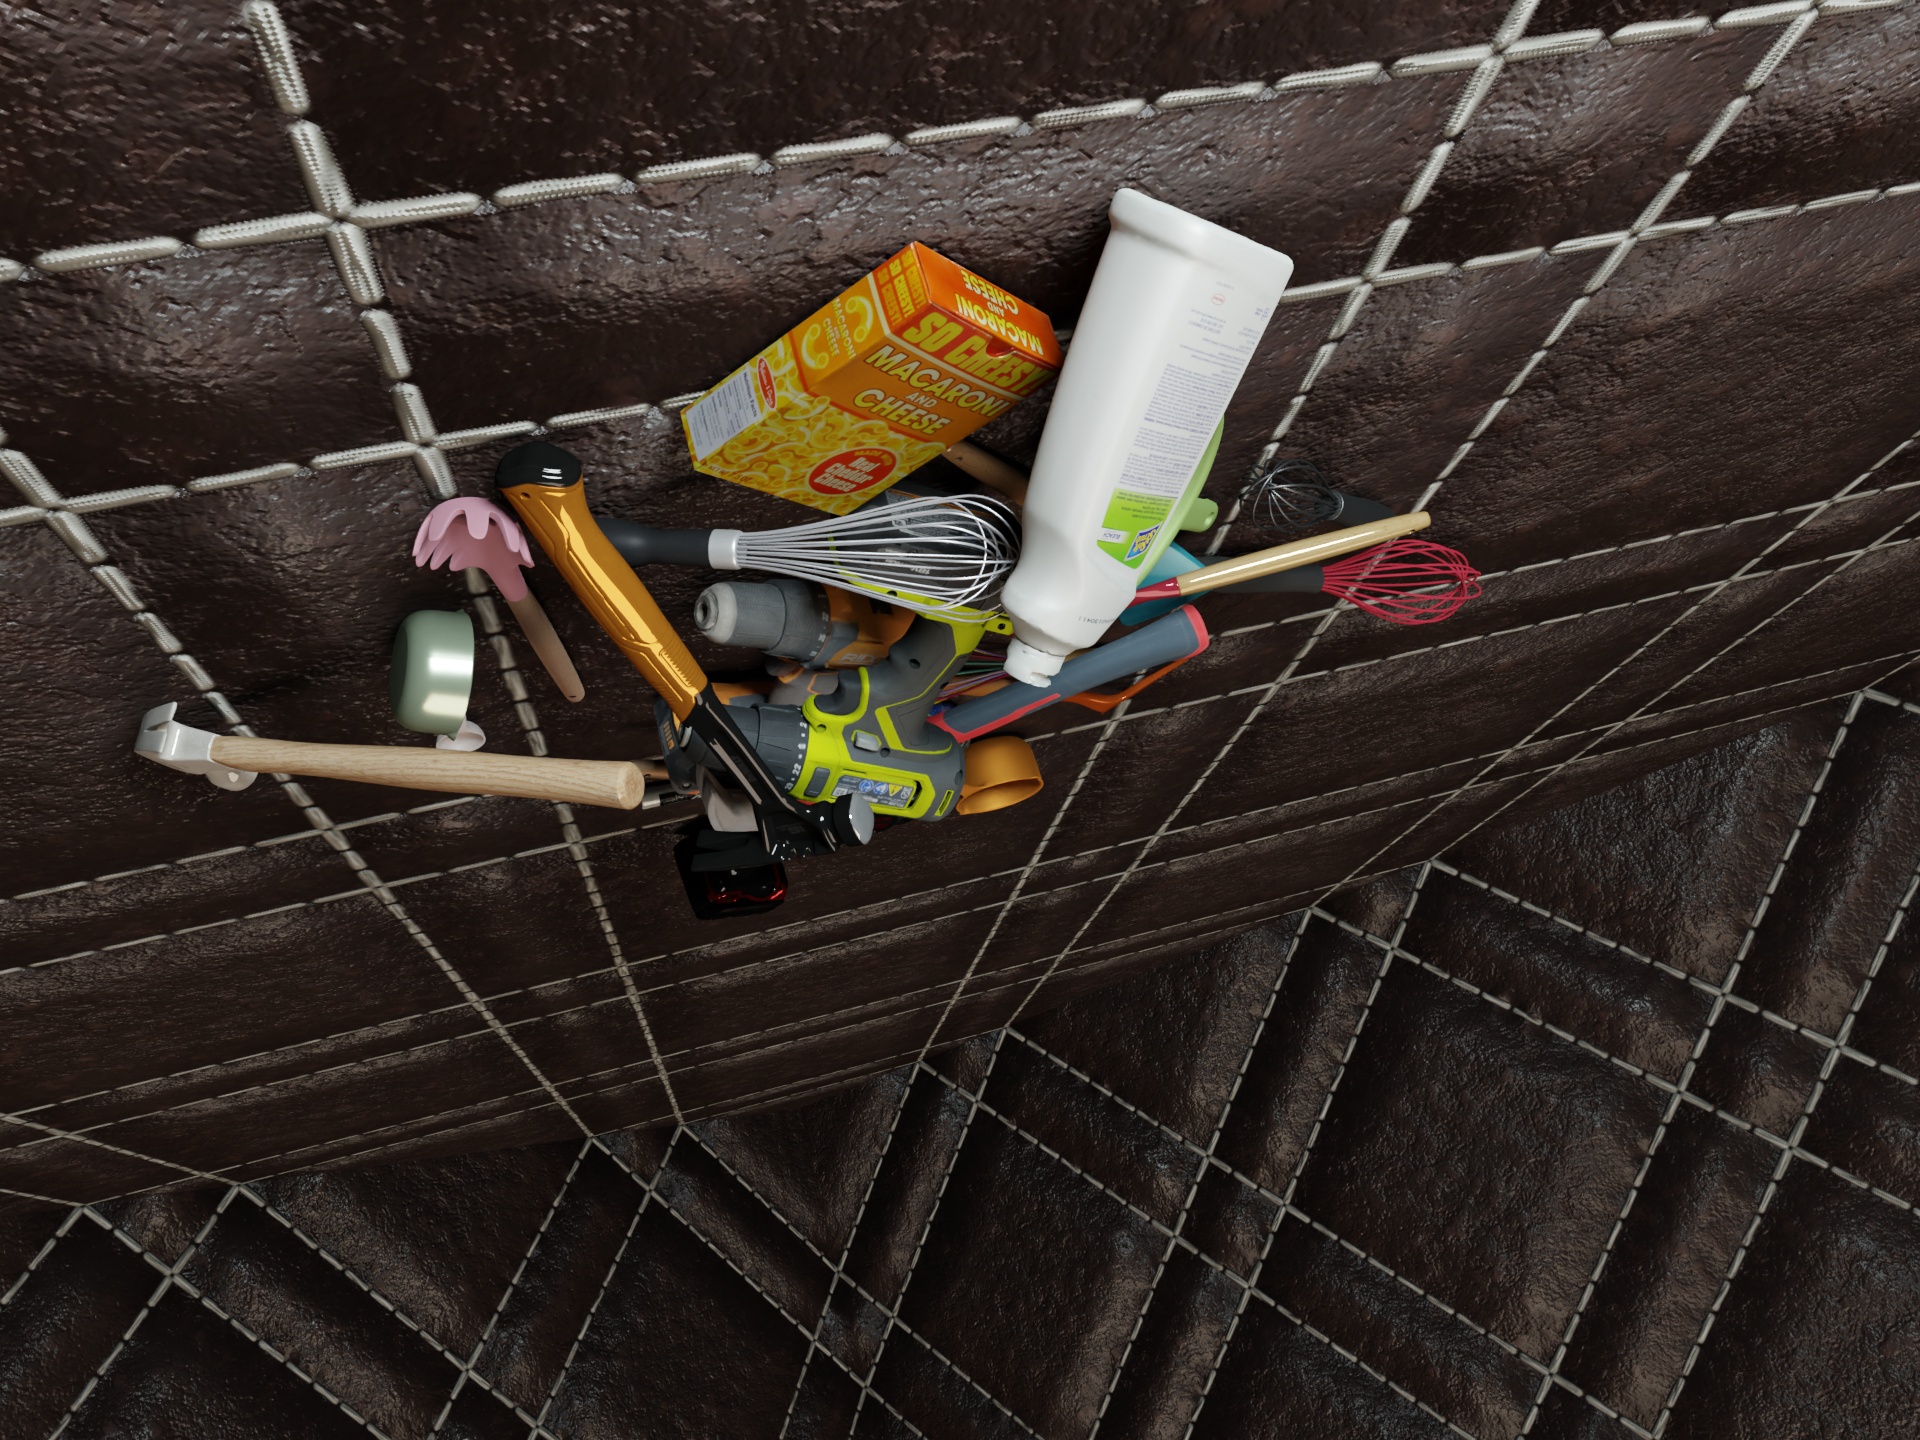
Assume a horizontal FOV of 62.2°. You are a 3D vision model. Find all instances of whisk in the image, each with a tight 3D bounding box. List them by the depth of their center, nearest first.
[{"bbox_3d":[-0.100,-0.094,0.894,0.284,0.070,0.070,3,164,11],"label":"whisk"},{"bbox_3d":[0.269,-0.154,1.160,0.055,0.055,0.238,-29,162,33],"label":"whisk"},{"bbox_3d":[0.301,-0.113,1.283,0.295,0.073,0.073,-1,156,-26],"label":"whisk"},{"bbox_3d":[0.032,-0.040,1.290,0.245,0.047,0.051,-5,157,-39],"label":"whisk"}]

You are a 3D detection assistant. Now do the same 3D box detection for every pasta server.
[{"bbox_3d":[-0.268,-0.062,0.980,0.060,0.040,0.316,-2,162,-3],"label":"pasta server"}]

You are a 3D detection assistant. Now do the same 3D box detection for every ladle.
[{"bbox_3d":[0.178,-0.102,1.127,0.315,0.031,0.069,-15,159,1],"label":"ladle"}]

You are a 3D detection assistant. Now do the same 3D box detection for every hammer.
[{"bbox_3d":[-0.174,-0.025,0.934,0.127,0.034,0.336,-11,135,19],"label":"hammer"},{"bbox_3d":[-0.355,0.027,0.980,0.331,0.031,0.130,4,166,13],"label":"hammer"},{"bbox_3d":[-0.002,-0.004,1.157,0.386,0.038,0.143,-23,155,-2],"label":"hammer"}]

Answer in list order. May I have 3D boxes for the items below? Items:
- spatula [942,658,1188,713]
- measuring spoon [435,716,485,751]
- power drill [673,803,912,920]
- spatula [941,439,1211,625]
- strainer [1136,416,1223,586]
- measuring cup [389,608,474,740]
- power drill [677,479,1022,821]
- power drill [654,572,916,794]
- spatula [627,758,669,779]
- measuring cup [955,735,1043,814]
[{"bbox_3d":[0.066,-0.034,1.371,0.322,0.041,0.081,4,153,-37],"label":"spatula"},{"bbox_3d":[-0.352,-0.012,1.098,0.034,0.018,0.124,-11,154,-15],"label":"measuring spoon"},{"bbox_3d":[-0.138,0.107,1.512,0.226,0.080,0.187,-30,163,28],"label":"power drill"},{"bbox_3d":[0.074,-0.129,1.067,0.082,0.044,0.317,-24,159,26],"label":"spatula"},{"bbox_3d":[0.112,-0.148,1.025,0.151,0.069,0.256,-61,165,15],"label":"strainer"},{"bbox_3d":[-0.347,-0.023,1.002,0.038,0.083,0.167,7,167,-32],"label":"measuring cup"},{"bbox_3d":[-0.062,-0.037,1.015,0.190,0.080,0.228,12,126,-23],"label":"power drill"},{"bbox_3d":[-0.138,-0.029,1.127,0.185,0.084,0.226,2,150,-39],"label":"power drill"},{"bbox_3d":[-0.136,0.046,1.322,0.315,0.018,0.059,5,146,-42],"label":"spatula"},{"bbox_3d":[0.006,0.044,1.496,0.095,0.052,0.173,-27,157,30],"label":"measuring cup"}]
